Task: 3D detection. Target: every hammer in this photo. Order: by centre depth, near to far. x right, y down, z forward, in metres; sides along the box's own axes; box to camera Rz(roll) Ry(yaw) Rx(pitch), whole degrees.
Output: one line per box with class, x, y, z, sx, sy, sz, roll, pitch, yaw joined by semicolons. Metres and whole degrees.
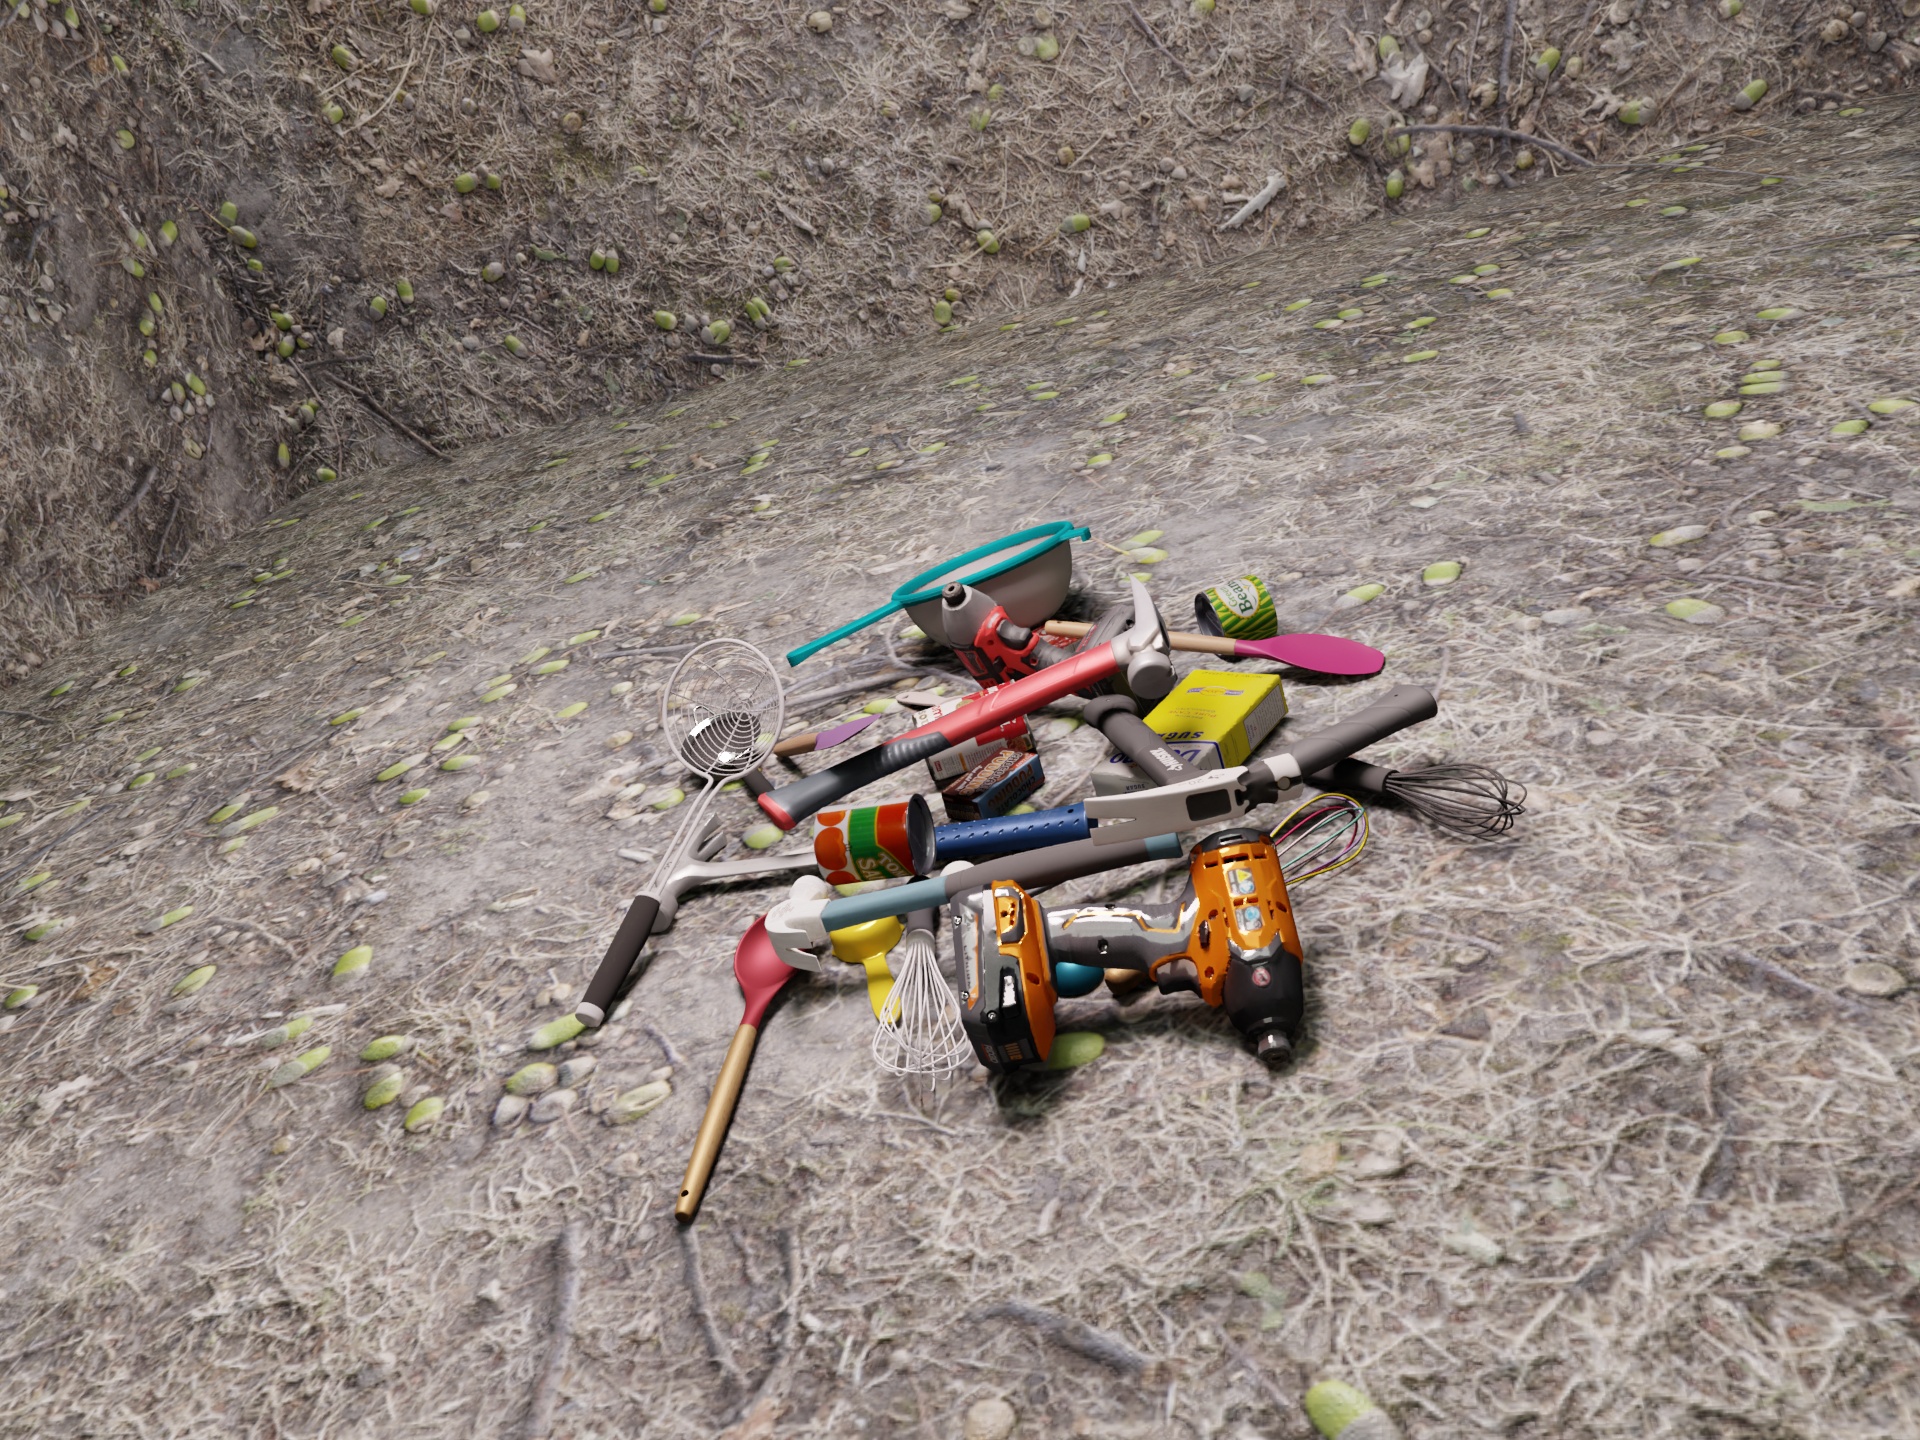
hammer;0.005;0.121;1.184;0.331;0.033;0.128;-15;15;17
hammer;0.182;0.070;1.229;0.409;0.036;0.149;-25;19;-4
hammer;0.142;0.026;1.236;0.146;0.035;0.335;-15;13;-4
hammer;-0.002;-0.004;1.370;0.386;0.038;0.143;-24;34;15
hammer;-0.079;0.110;1.377;0.405;0.035;0.144;-9;27;19

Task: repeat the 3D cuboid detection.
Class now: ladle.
ladle;-0.162;0.245;1.169;0.069;0.031;0.316;-13;27;15

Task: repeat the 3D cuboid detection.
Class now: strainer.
strainer;-0.213;0.052;1.580;0.087;0.050;0.259;-31;33;-13
strainer;-0.017;-0.105;1.700;0.340;0.095;0.211;-27;13;-13

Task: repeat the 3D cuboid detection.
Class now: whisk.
whisk;0.205;0.127;1.153;0.245;0.047;0.051;-32;16;-19
whisk;-0.030;0.184;1.178;0.070;0.070;0.285;-16;20;4
whisk;0.333;0.046;1.225;0.055;0.055;0.239;-31;24;-25

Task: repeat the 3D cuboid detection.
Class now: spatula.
spatula;-0.133;0.018;1.488;0.060;0.018;0.316;-33;7;-19

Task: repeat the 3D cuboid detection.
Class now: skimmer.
skimmer;-0.254;0.087;1.364;0.127;0.090;0.363;3;49;23

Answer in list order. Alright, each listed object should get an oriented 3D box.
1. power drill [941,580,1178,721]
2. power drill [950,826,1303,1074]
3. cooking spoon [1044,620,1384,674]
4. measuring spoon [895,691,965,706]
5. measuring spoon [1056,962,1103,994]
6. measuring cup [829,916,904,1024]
power drill;0.080;-0.065;1.484;0.220;0.143;0.078;16;63;40
power drill;0.114;0.167;1.063;0.226;0.084;0.164;-12;50;6
cooking spoon;0.233;-0.071;1.489;0.319;0.017;0.069;8;33;19
measuring spoon;-0.031;-0.015;1.630;0.034;0.018;0.124;-31;21;-25
measuring spoon;0.051;0.172;1.179;0.129;0.021;0.042;11;37;45
measuring cup;-0.068;0.183;1.226;0.062;0.029;0.157;-20;24;-4
